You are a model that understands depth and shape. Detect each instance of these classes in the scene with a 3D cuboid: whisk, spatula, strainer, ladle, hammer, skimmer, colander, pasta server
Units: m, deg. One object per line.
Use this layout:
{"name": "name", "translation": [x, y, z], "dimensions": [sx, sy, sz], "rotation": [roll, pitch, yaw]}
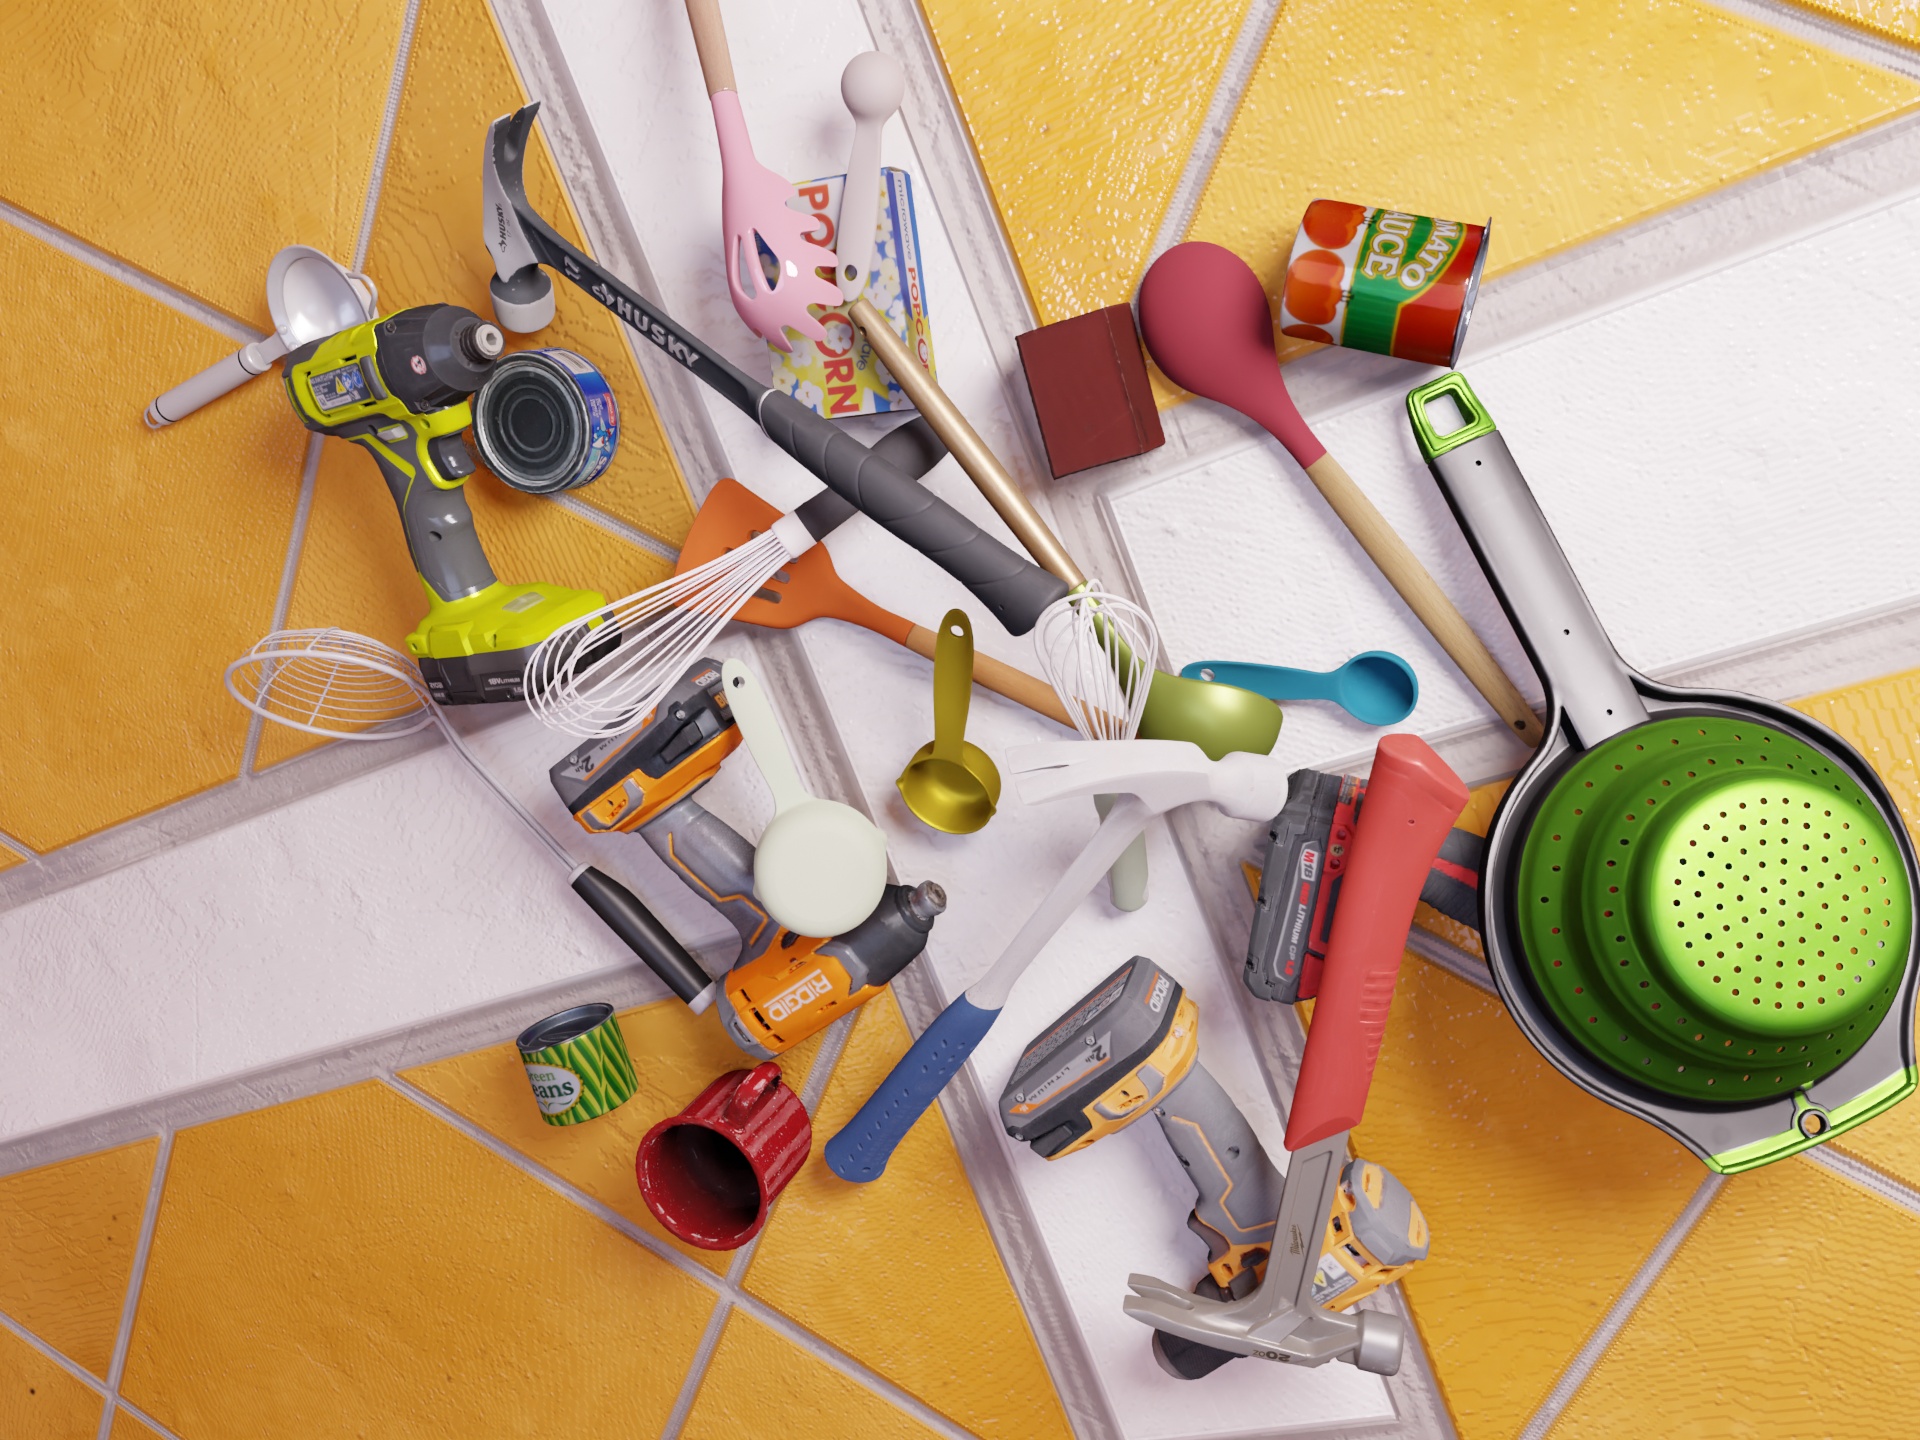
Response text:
{"name": "whisk", "translation": [-0.119, -0.084, 0.875], "dimensions": [0.284, 0.070, 0.070], "rotation": [-36, 91, 1]}
{"name": "spatula", "translation": [-0.009, -0.037, 0.897], "dimensions": [0.323, 0.041, 0.081], "rotation": [25, 96, 11]}
{"name": "strainer", "translation": [-0.441, -0.234, 1.009], "dimensions": [0.258, 0.050, 0.086], "rotation": [-16, 110, 30]}
{"name": "ladle", "translation": [0.196, -0.111, 0.807], "dimensions": [0.069, 0.031, 0.315], "rotation": [-38, 91, 35]}
{"name": "hammer", "translation": [0.013, 0.147, 0.884], "dimensions": [0.405, 0.144, 0.035], "rotation": [-57, 37, 39]}
{"name": "hammer", "translation": [0.180, 0.175, 0.804], "dimensions": [0.149, 0.037, 0.359], "rotation": [10, 112, 10]}
{"name": "skimmer", "translation": [-0.308, 0.074, 1.018], "dimensions": [0.363, 0.090, 0.127], "rotation": [45, 148, 1]}
{"name": "ladle", "translation": [0.052, -0.097, 0.836], "dimensions": [0.320, 0.062, 0.078], "rotation": [52, 155, -1]}
{"name": "whisk", "translation": [0.078, 0.023, 0.824], "dimensions": [0.059, 0.058, 0.246], "rotation": [-3, 137, 9]}
{"name": "hammer", "translation": [-0.108, -0.173, 0.827], "dimensions": [0.409, 0.036, 0.149], "rotation": [38, 149, 17]}
{"name": "colander", "translation": [0.309, 0.008, 0.716], "dimensions": [0.204, 0.094, 0.397], "rotation": [-25, 81, 0]}
{"name": "pasta server", "translation": [-0.126, -0.350, 0.833], "dimensions": [0.060, 0.040, 0.316], "rotation": [-16, 85, 25]}

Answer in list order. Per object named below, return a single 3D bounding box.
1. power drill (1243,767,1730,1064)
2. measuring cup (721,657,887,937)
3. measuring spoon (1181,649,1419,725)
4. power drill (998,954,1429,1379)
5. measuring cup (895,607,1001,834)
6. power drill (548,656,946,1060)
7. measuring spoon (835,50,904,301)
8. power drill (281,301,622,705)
{"name": "power drill", "translation": [0.265, 0.109, 0.818], "dimensions": [0.220, 0.078, 0.143], "rotation": [11, 109, 15]}
{"name": "measuring cup", "translation": [-0.096, 0.044, 0.886], "dimensions": [0.083, 0.038, 0.167], "rotation": [-23, 99, -3]}
{"name": "measuring spoon", "translation": [0.180, -0.024, 0.846], "dimensions": [0.129, 0.021, 0.042], "rotation": [6, 122, 29]}
{"name": "power drill", "translation": [0.126, 0.269, 0.916], "dimensions": [0.226, 0.084, 0.185], "rotation": [44, 116, -1]}
{"name": "measuring cup", "translation": [-0.001, -0.003, 0.886], "dimensions": [0.062, 0.029, 0.156], "rotation": [15, 129, 14]}
{"name": "power drill", "translation": [-0.121, 0.078, 0.955], "dimensions": [0.164, 0.084, 0.226], "rotation": [-34, 95, 23]}
{"name": "measuring spoon", "translation": [-0.052, -0.278, 0.814], "dimensions": [0.034, 0.018, 0.124], "rotation": [13, 106, 18]}
{"name": "power drill", "translation": [-0.290, -0.126, 0.925], "dimensions": [0.171, 0.080, 0.223], "rotation": [-2, 116, 39]}
